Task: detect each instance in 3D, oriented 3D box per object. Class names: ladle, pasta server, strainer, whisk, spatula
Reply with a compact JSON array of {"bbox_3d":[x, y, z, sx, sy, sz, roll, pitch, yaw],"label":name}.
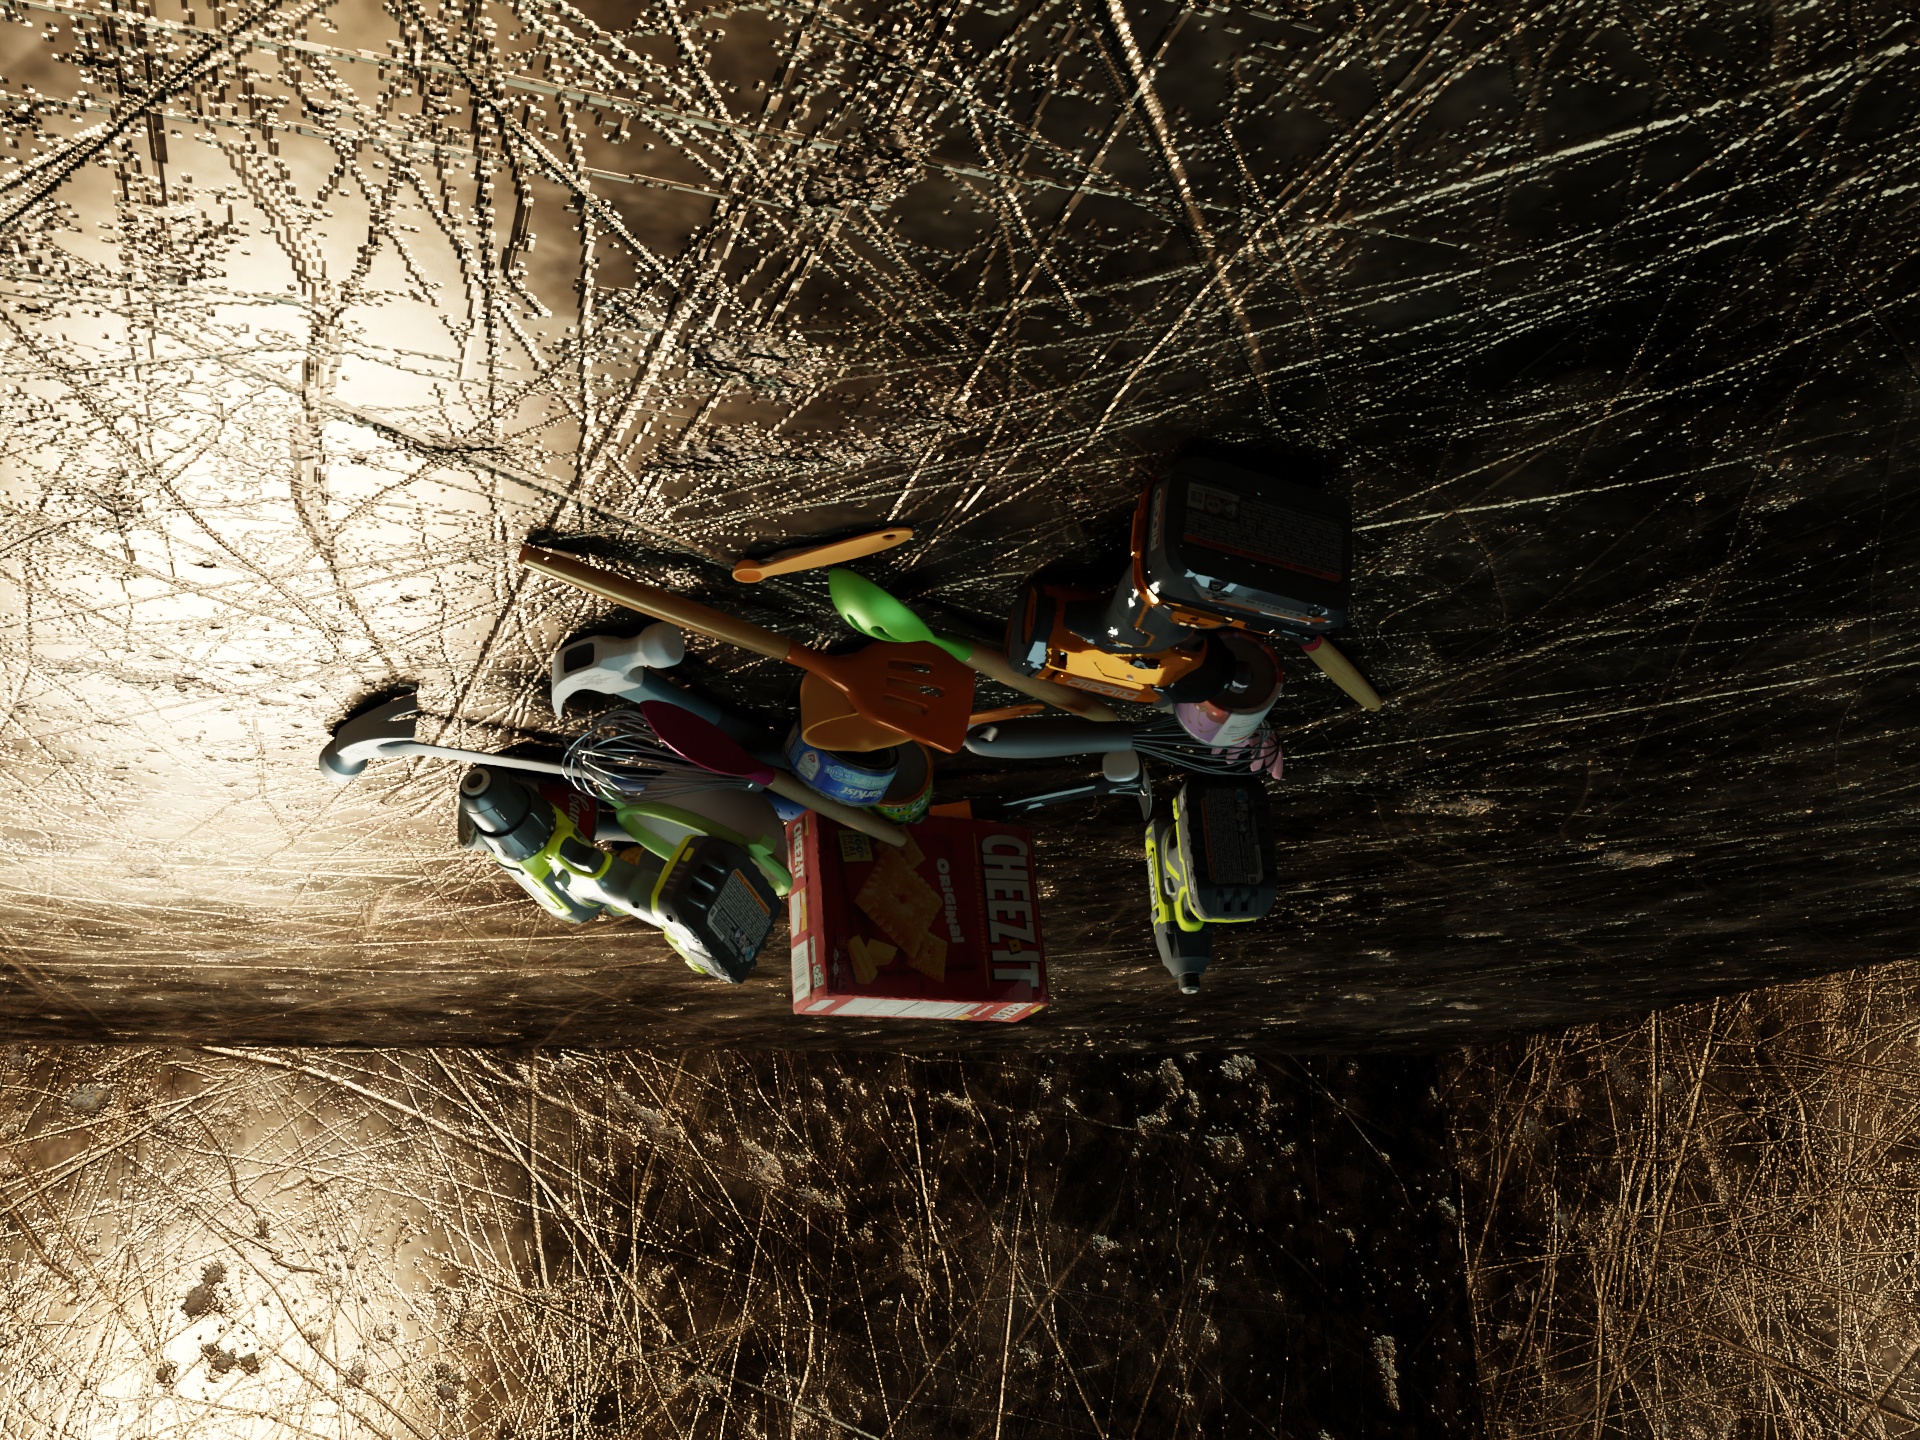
[{"bbox_3d":[0.252,-0.049,1.118,0.069,0.031,0.315,-8,163,27],"label":"ladle"},{"bbox_3d":[0.147,-0.009,1.200,0.316,0.040,0.060,18,180,-43],"label":"pasta server"},{"bbox_3d":[-0.185,0.100,1.316,0.151,0.069,0.256,16,160,16],"label":"strainer"},{"bbox_3d":[-0.177,0.039,1.177,0.070,0.070,0.284,-16,162,35],"label":"whisk"},{"bbox_3d":[0.120,0.015,1.149,0.239,0.055,0.055,0,161,-11],"label":"whisk"},{"bbox_3d":[-0.127,-0.055,1.016,0.322,0.081,0.041,19,161,-36],"label":"spatula"}]

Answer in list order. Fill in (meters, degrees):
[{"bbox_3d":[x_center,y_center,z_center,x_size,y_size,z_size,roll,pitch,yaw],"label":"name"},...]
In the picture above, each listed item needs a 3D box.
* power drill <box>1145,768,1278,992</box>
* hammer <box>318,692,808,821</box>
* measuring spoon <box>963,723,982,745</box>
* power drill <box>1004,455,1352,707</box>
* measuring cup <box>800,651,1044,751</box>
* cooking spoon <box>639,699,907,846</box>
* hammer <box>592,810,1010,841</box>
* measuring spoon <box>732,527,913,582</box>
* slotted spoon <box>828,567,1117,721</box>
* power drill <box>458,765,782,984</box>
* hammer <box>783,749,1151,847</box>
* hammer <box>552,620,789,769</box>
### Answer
[{"bbox_3d":[0.225,0.150,1.482,0.080,0.171,0.223,0,158,-6],"label":"power drill"},{"bbox_3d":[-0.297,0.043,1.302,0.405,0.035,0.144,11,157,-34],"label":"hammer"},{"bbox_3d":[-0.002,-0.004,1.227,0.034,0.018,0.124,-3,161,2],"label":"measuring spoon"},{"bbox_3d":[0.140,-0.066,0.947,0.164,0.084,0.226,13,161,-17],"label":"power drill"},{"bbox_3d":[-0.029,-0.020,1.132,0.173,0.052,0.095,-7,163,-4],"label":"measuring cup"},{"bbox_3d":[-0.128,0.049,1.179,0.017,0.069,0.318,-45,145,10],"label":"cooking spoon"},{"bbox_3d":[-0.167,0.106,1.510,0.408,0.036,0.149,3,162,-14],"label":"hammer"},{"bbox_3d":[-0.083,-0.102,0.948,0.117,0.011,0.021,-12,158,17],"label":"measuring spoon"},{"bbox_3d":[0.020,-0.039,1.076,0.070,0.031,0.313,21,179,41],"label":"slotted spoon"},{"bbox_3d":[-0.270,0.114,1.233,0.228,0.080,0.190,15,153,24],"label":"power drill"},{"bbox_3d":[0.003,0.086,1.424,0.337,0.034,0.127,-11,159,10],"label":"hammer"},{"bbox_3d":[-0.183,0.001,1.198,0.128,0.033,0.330,-11,159,22],"label":"hammer"}]
